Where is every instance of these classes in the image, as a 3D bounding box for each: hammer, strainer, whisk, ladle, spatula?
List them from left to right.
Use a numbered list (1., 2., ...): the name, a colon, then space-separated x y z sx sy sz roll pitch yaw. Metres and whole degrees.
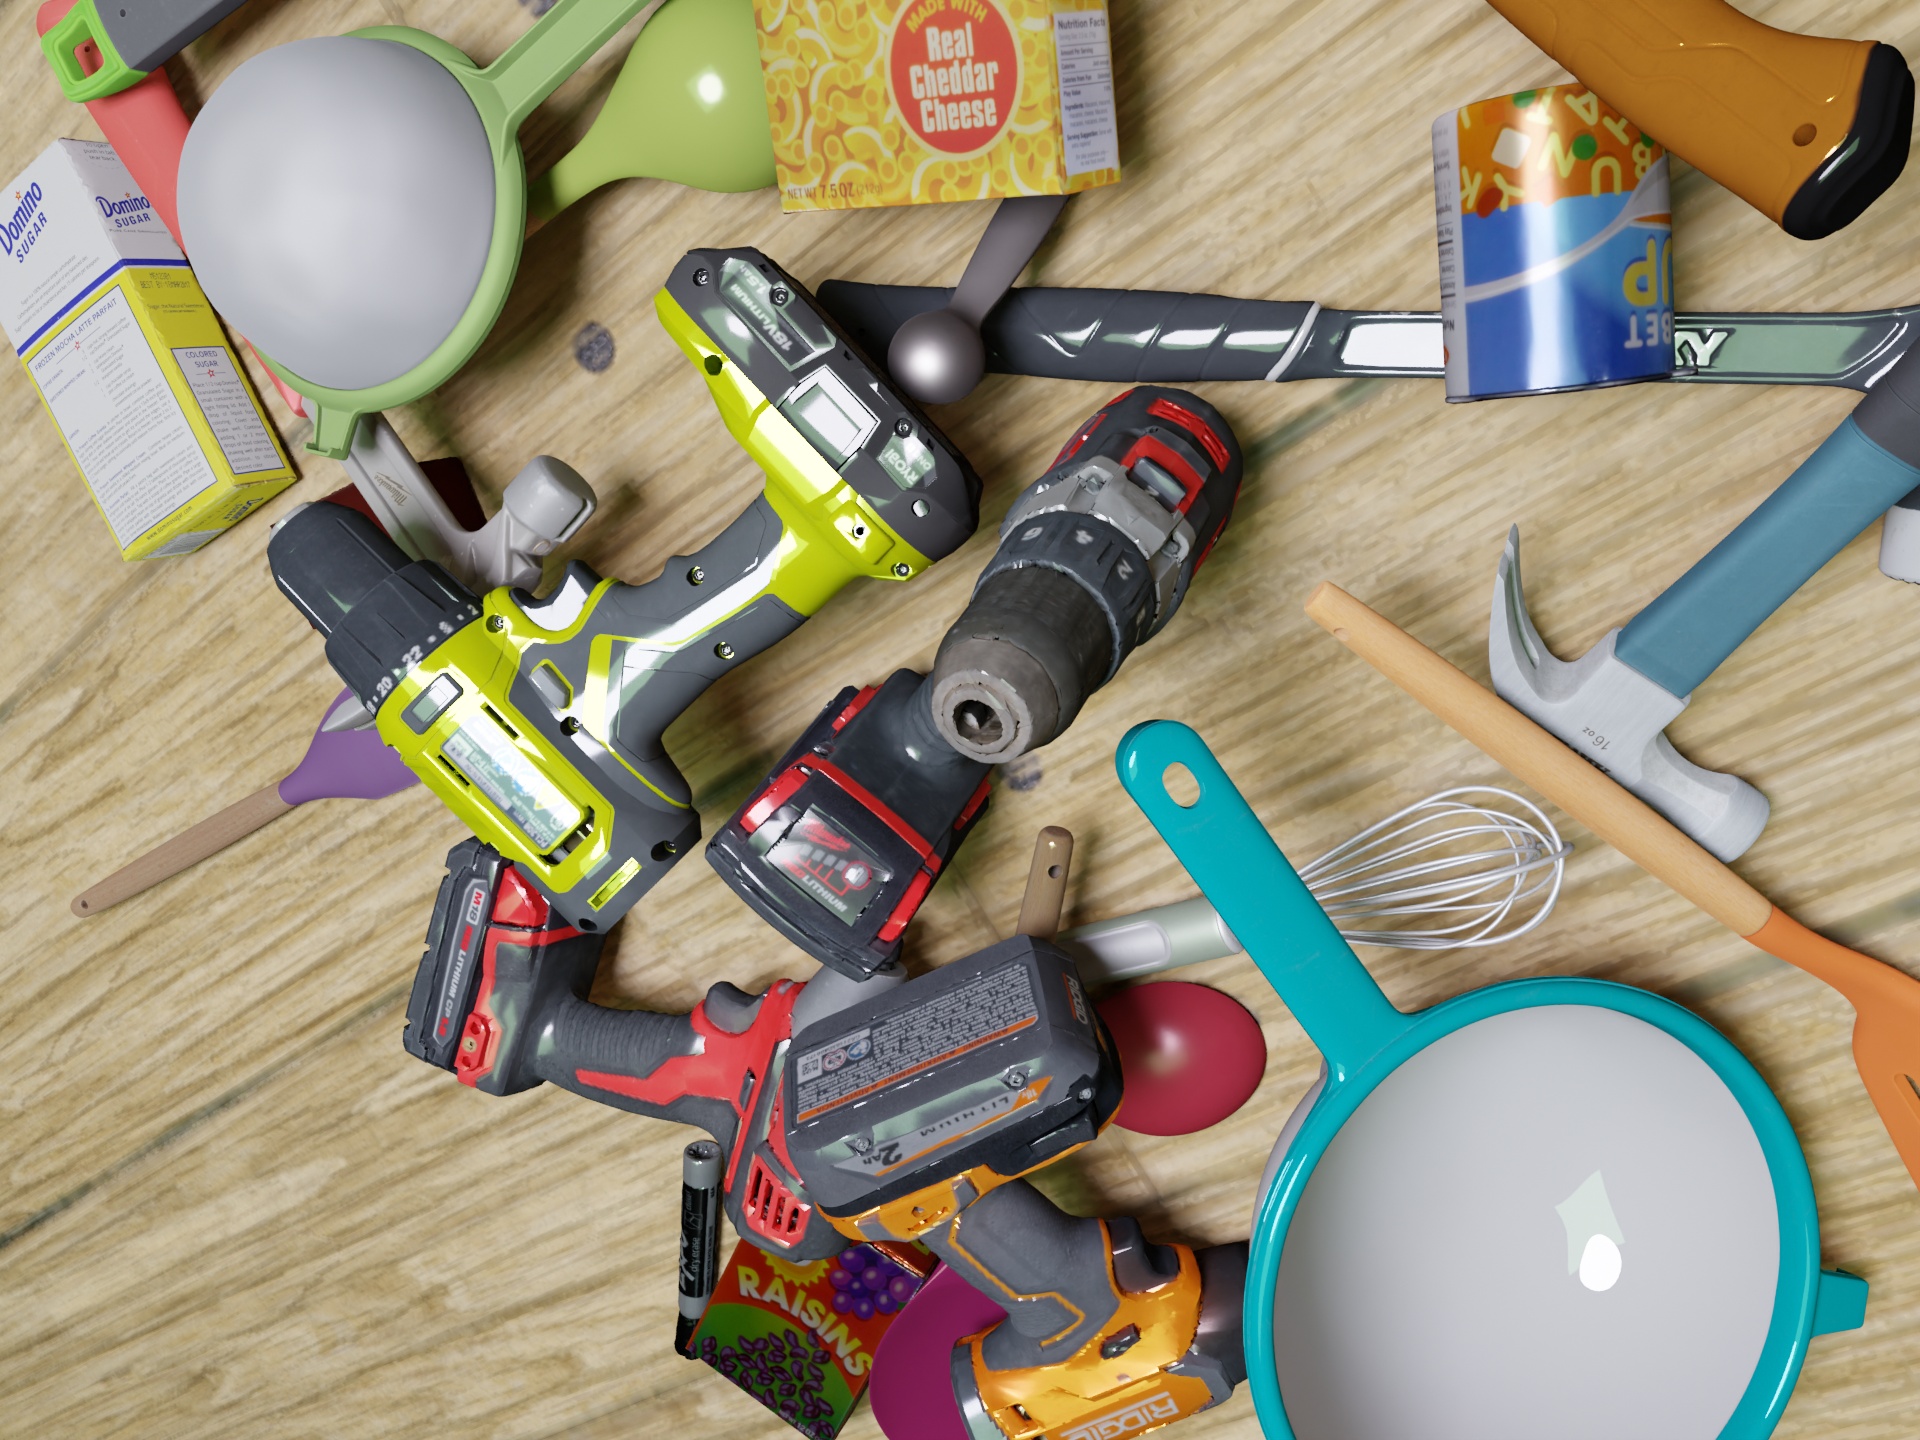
1. hammer: -0.303 -0.172 0.683 0.149 0.036 0.359 -42 76 15
2. spatula: -0.363 0.044 0.821 0.316 0.018 0.060 -25 93 26
3. strainer: -0.202 -0.222 0.583 0.256 0.069 0.151 -31 79 22
4. ladle: -0.185 -0.204 0.667 0.320 0.062 0.078 -20 93 33
5. ladle: -0.021 0.158 0.705 0.315 0.031 0.069 -9 103 27
6. whisk: 0.112 0.077 0.613 0.246 0.059 0.058 -19 87 31
7. hammer: 0.135 -0.135 0.548 0.409 0.036 0.149 7 107 21
8. strainer: 0.148 0.136 0.558 0.211 0.095 0.340 -38 99 -7
9. hammer: 0.121 -0.240 0.450 0.127 0.034 0.337 -50 58 27
10. whisk: 0.176 0.242 0.637 0.055 0.055 0.239 -9 97 25
11. spatula: 0.242 0.059 0.526 0.322 0.041 0.081 36 150 -4
12. hammer: 0.270 -0.086 0.439 0.128 0.033 0.330 33 135 1

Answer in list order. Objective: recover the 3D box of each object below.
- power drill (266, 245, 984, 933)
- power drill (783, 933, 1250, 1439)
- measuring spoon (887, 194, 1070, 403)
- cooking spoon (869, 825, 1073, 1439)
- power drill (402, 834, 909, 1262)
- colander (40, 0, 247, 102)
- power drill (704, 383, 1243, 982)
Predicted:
1. power drill: -0.124 -0.060 0.581 0.228 0.080 0.190 -43 93 9
2. power drill: 0.045 0.195 0.623 0.164 0.084 0.226 -24 119 7
3. measuring spoon: 0.013 -0.165 0.559 0.034 0.018 0.124 28 75 6
4. cooking spoon: 0.012 0.188 0.670 0.068 0.017 0.318 6 113 -9
5. power drill: -0.125 0.127 0.697 0.220 0.078 0.143 21 100 18
6. colander: -0.224 -0.342 0.581 0.397 0.094 0.204 -23 95 20
7. power drill: -0.001 -0.002 0.546 0.080 0.188 0.226 39 130 -3
